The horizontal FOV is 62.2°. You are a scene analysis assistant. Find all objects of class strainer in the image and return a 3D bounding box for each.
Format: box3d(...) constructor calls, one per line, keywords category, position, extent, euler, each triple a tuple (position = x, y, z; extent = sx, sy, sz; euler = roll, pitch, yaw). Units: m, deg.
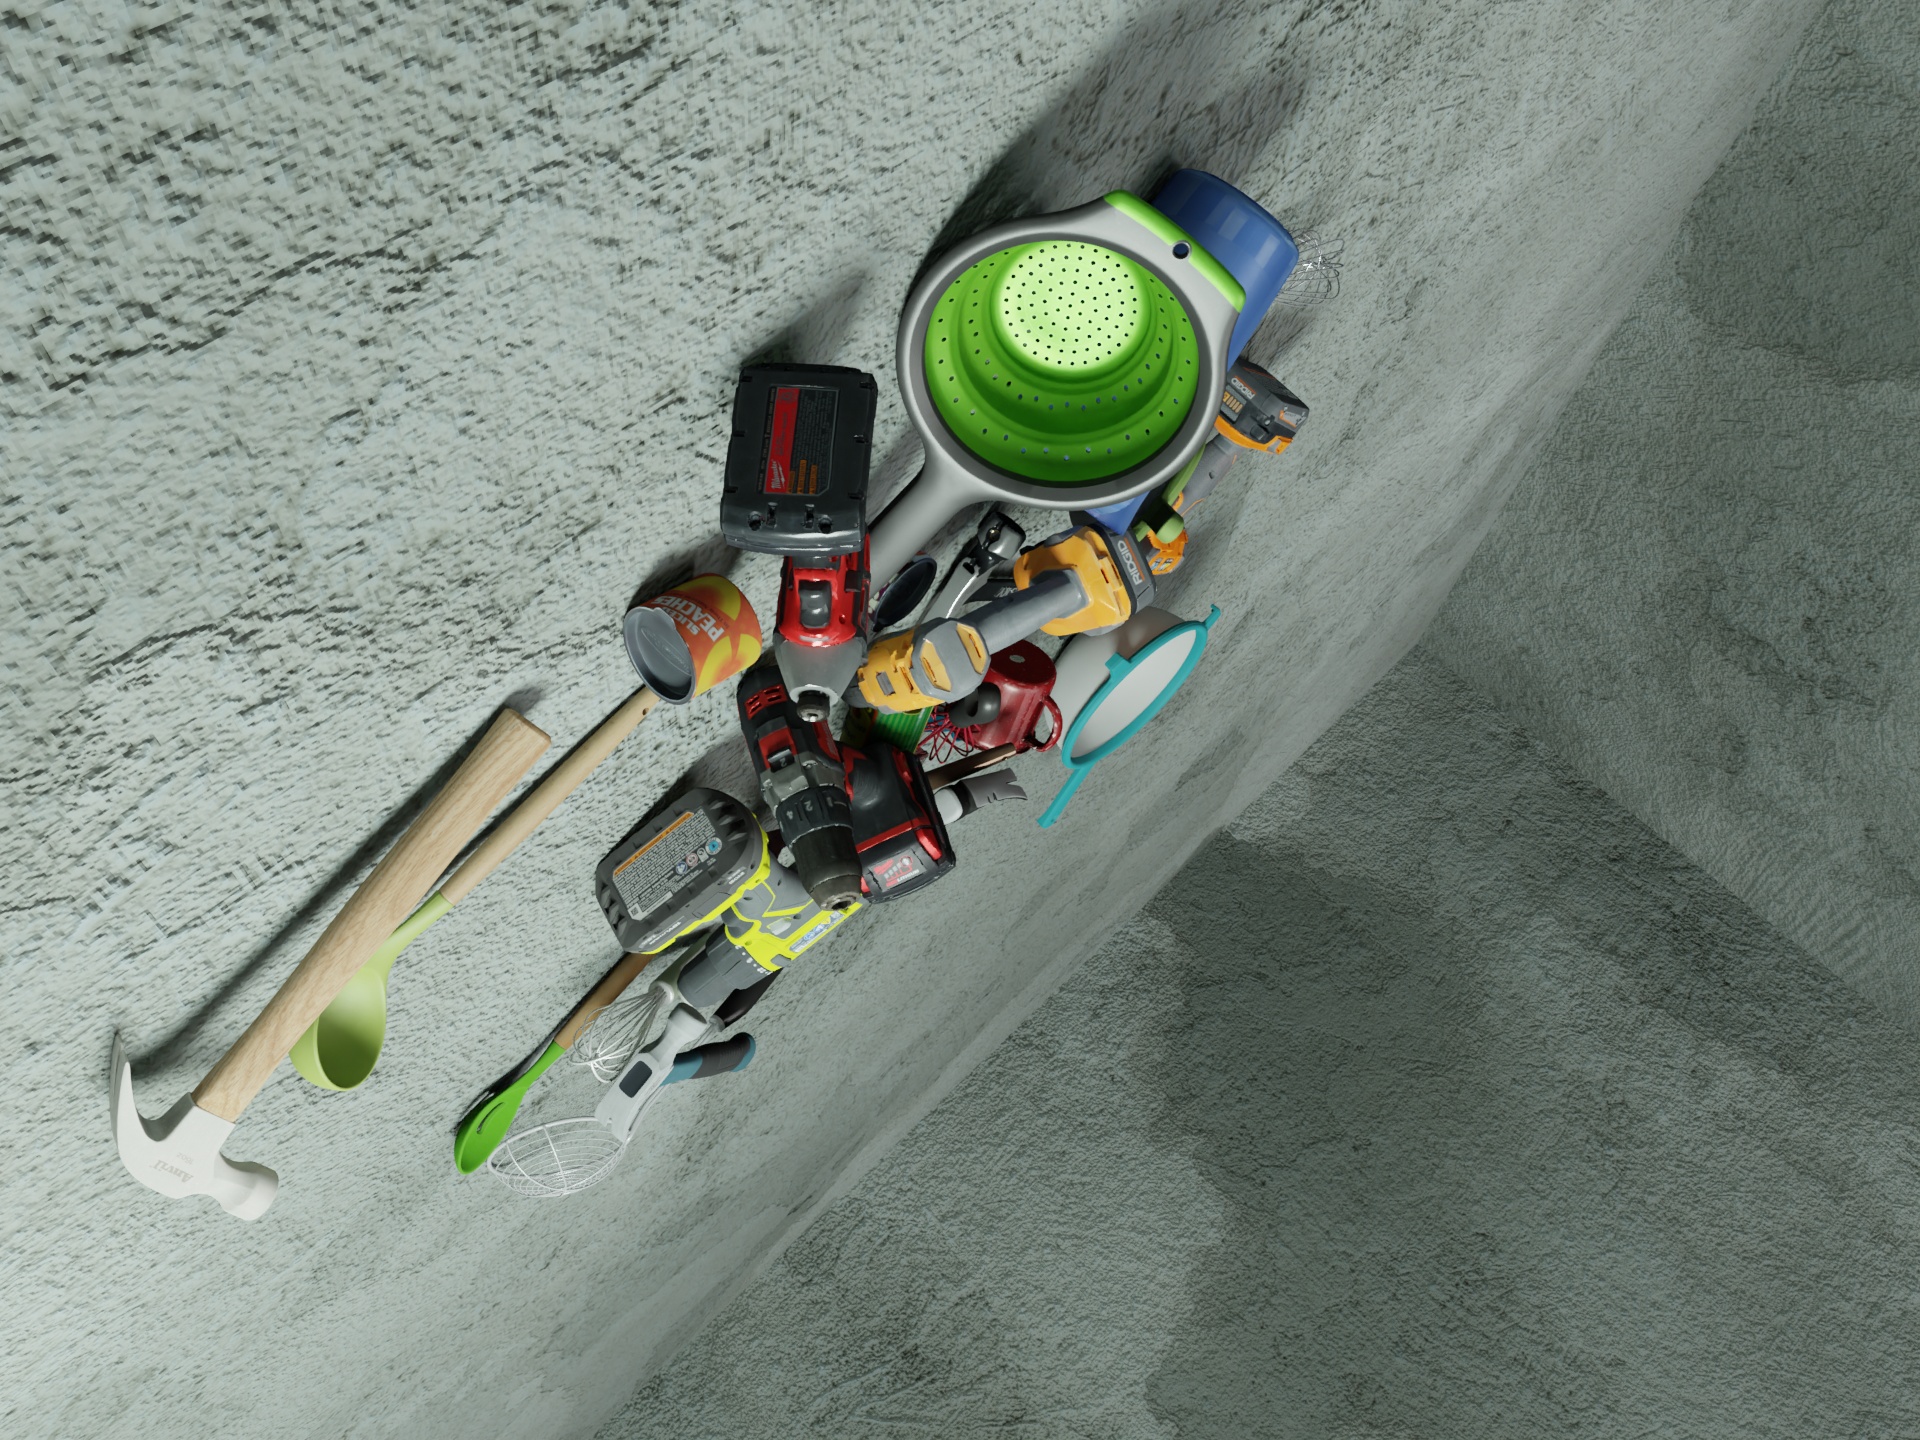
box3d(category="strainer", position=(0.135, -0.189, 1.289), extent=(0.151, 0.069, 0.256), euler=(-51, -169, 12))
box3d(category="strainer", position=(0.137, -0.013, 1.754), extent=(0.211, 0.095, 0.340), euler=(-27, 156, -42))

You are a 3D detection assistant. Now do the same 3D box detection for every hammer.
box3d(category="hammer", position=(0.078, -0.117, 1.482), extent=(0.149, 0.036, 0.409), euler=(-53, 162, 19))
box3d(category="hammer", position=(-0.237, 0.305, 1.417), extent=(0.128, 0.033, 0.331), euler=(-50, 170, -3))
box3d(category="hammer", position=(-0.086, 0.144, 1.484), extent=(0.337, 0.034, 0.127), euler=(-36, 167, 30))
box3d(category="hammer", position=(-0.356, 0.129, 0.918), extent=(0.331, 0.031, 0.129), euler=(-53, 132, -9))

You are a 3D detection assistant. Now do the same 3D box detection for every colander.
box3d(category="colander", position=(0.016, -0.198, 1.056), extent=(0.397, 0.204, 0.095), euler=(-41, -155, 36))

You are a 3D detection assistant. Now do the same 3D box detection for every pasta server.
box3d(category="pasta server", position=(-0.089, 0.083, 1.376), extent=(0.316, 0.040, 0.060), euler=(-21, 146, -19))

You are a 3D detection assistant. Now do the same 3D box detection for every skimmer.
box3d(category="skimmer", position=(-0.297, 0.320, 1.542), extent=(0.363, 0.090, 0.127), euler=(-48, 166, -37))

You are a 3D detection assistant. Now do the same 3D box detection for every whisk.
box3d(category="whisk", position=(-0.002, -0.004, 1.351), extent=(0.073, 0.073, 0.296), euler=(-45, -177, -10))
box3d(category="whisk", position=(0.230, -0.359, 1.293), extent=(0.284, 0.070, 0.070), euler=(-24, 151, -43))
box3d(category="whisk", position=(-0.259, 0.237, 1.360), extent=(0.059, 0.057, 0.246), euler=(-15, -169, 20))

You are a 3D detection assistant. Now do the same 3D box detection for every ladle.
box3d(category="ladle", position=(-0.301, 0.101, 1.015), extent=(0.320, 0.062, 0.078), euler=(-47, 155, -12))

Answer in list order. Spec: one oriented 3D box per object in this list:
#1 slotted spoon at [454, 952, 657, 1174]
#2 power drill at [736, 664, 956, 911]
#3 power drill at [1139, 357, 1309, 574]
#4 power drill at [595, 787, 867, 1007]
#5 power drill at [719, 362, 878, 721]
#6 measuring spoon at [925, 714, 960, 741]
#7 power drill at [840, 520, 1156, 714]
box3d(category="slotted spoon", position=(-0.321, 0.254, 1.348), extent=(0.314, 0.031, 0.070), euler=(-48, 163, -5))
box3d(category="power drill", position=(-0.083, 0.074, 1.201), extent=(0.080, 0.188, 0.226), euler=(-26, 153, 11))
box3d(category="power drill", position=(0.212, -0.228, 1.489), extent=(0.226, 0.084, 0.164), euler=(-51, 162, 23))
box3d(category="power drill", position=(-0.188, 0.150, 1.269), extent=(0.190, 0.080, 0.228), euler=(-38, 152, 5))
box3d(category="power drill", position=(-0.089, -0.100, 0.956), extent=(0.219, 0.078, 0.143), euler=(91, 2, -65))
box3d(category="measuring spoon", position=(-0.020, -0.003, 1.537), extent=(0.042, 0.021, 0.128), euler=(-51, 153, 20))
box3d(category="power drill", position=(0.016, -0.071, 1.230), extent=(0.226, 0.084, 0.185), euler=(-29, -172, -27))
